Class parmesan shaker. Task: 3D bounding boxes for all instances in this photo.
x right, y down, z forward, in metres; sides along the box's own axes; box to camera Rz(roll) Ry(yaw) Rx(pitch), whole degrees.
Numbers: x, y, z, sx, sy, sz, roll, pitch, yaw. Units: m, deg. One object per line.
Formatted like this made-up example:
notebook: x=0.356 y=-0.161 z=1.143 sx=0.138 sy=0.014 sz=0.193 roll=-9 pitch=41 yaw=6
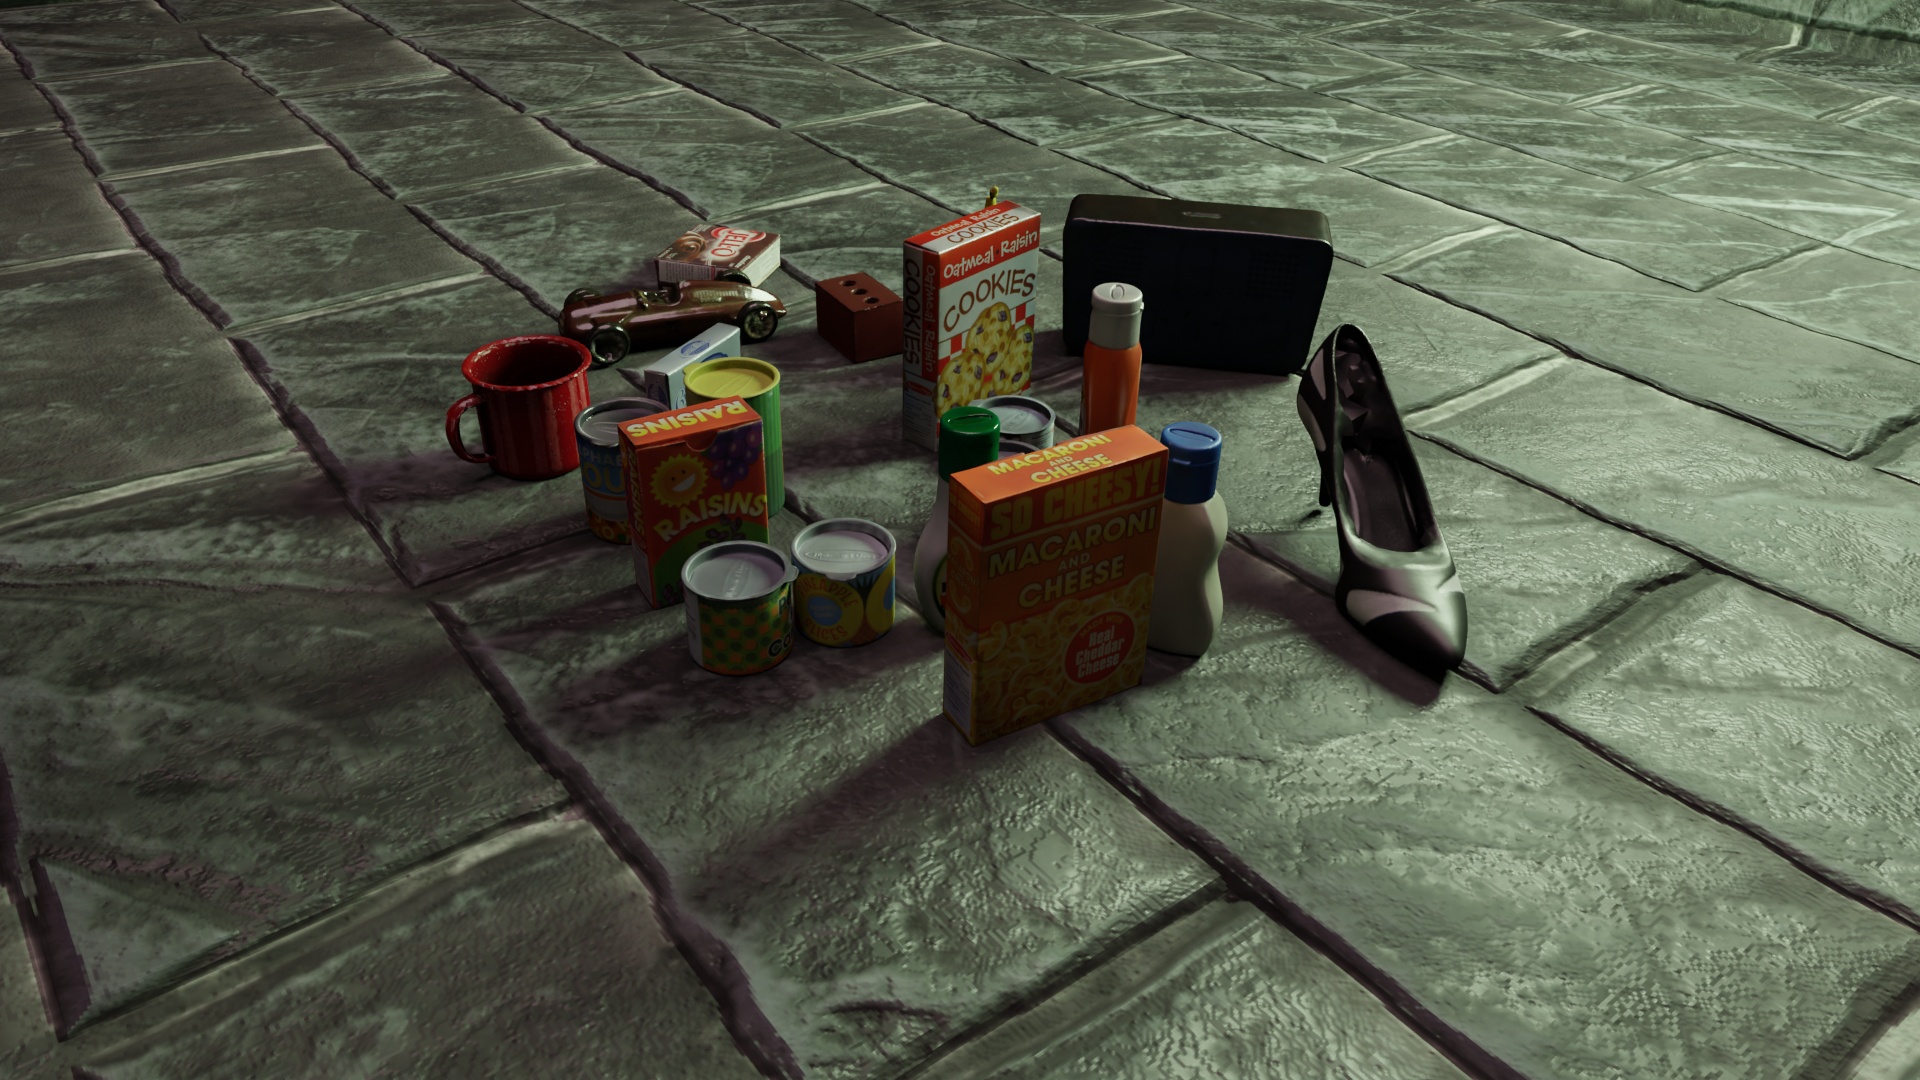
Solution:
parmesan shaker: x=-0.163 y=-0.071 z=0.994 sx=0.071 sy=0.102 sz=0.072 roll=1 pitch=32 yaw=-1

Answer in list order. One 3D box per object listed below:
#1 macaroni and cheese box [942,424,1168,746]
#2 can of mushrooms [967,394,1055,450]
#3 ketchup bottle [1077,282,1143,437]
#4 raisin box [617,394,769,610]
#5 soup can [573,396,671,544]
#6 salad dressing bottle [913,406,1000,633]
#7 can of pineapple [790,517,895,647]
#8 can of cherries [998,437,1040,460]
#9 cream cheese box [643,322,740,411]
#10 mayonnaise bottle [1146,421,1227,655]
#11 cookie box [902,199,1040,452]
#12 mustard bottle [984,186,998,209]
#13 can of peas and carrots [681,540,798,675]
macaroni and cheese box: x=0.052 y=0.025 z=0.795 sx=0.124 sy=0.165 sz=0.040 roll=-17 pitch=37 yaw=-27
can of mushrooms: x=0.038 y=-0.086 z=1.091 sx=0.071 sy=0.033 sz=0.071 roll=1 pitch=33 yaw=-1
ketchup bottle: x=0.112 y=-0.116 z=1.035 sx=0.043 sy=0.148 sz=0.065 roll=6 pitch=33 yaw=6
raisin box: x=-0.171 y=-0.025 z=0.901 sx=0.086 sy=0.122 sz=0.040 roll=-16 pitch=37 yaw=-26
soup can: x=-0.233 y=-0.047 z=0.970 sx=0.071 sy=0.083 sz=0.072 roll=1 pitch=33 yaw=-1
salad dressing bottle: x=0.003 y=-0.011 z=0.866 sx=0.064 sy=0.146 sz=0.044 roll=-10 pitch=34 yaw=-18
can of pineapple: x=-0.075 y=0.028 z=0.885 sx=0.071 sy=0.057 sz=0.071 roll=1 pitch=33 yaw=-1
can of cherries: x=0.029 y=-0.032 z=0.983 sx=0.071 sy=0.058 sz=0.072 roll=1 pitch=33 yaw=-1
cream cheese box: x=-0.216 y=-0.134 z=1.134 sx=0.024 sy=0.053 sz=0.104 roll=16 pitch=35 yaw=21
mayonnaise bottle: x=0.135 y=0.000 z=0.856 sx=0.065 sy=0.147 sz=0.041 roll=15 pitch=35 yaw=20
cookie box: x=0.007 y=-0.170 z=1.097 sx=0.040 sy=0.166 sz=0.123 roll=25 pitch=39 yaw=32
mustard bottle: x=0.024 y=-0.229 z=1.196 sx=0.049 sy=0.159 sz=0.066 roll=15 pitch=35 yaw=20
can of peas and carrots: x=-0.135 y=0.042 z=0.860 sx=0.071 sy=0.058 sz=0.071 roll=1 pitch=33 yaw=-1
